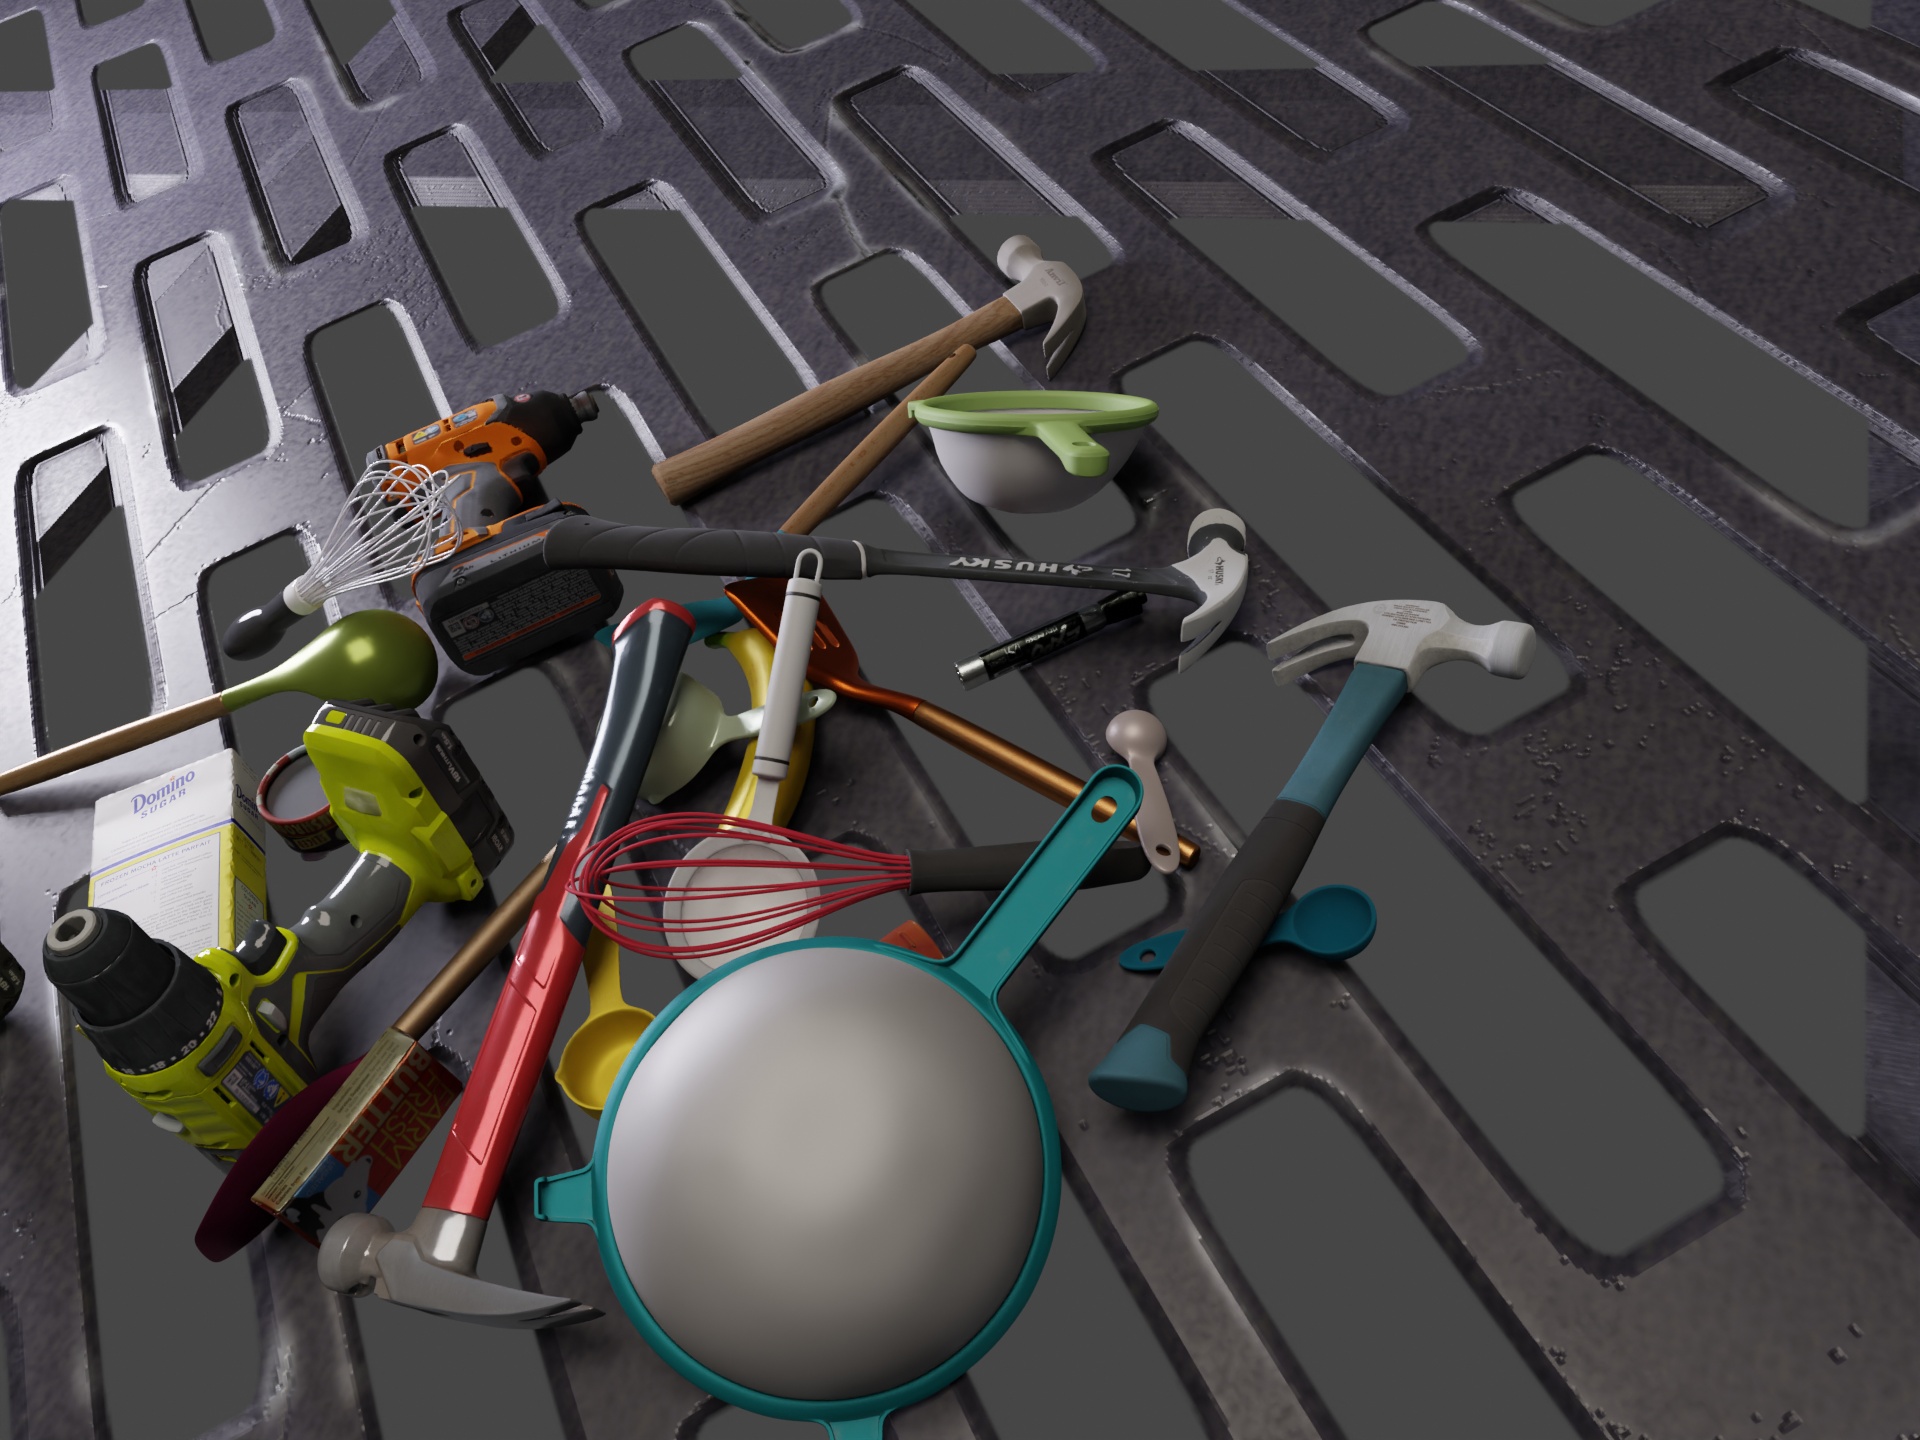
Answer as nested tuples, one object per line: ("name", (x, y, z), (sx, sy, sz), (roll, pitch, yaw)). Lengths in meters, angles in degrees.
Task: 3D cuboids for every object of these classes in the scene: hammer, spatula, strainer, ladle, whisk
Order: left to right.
("ladle", (-0.492, 0.002, 1.037), (0.320, 0.062, 0.078), (-19, 57, 9))
("whisk", (-0.397, -0.091, 1.003), (0.284, 0.070, 0.070), (-22, 40, 39))
("hammer", (-0.192, 0.105, 0.813), (0.143, 0.038, 0.387), (2, 60, 23))
("strainer", (-0.101, 0.034, 0.847), (0.087, 0.050, 0.258), (8, 83, 14))
("spatula", (-0.099, -0.143, 1.025), (0.317, 0.044, 0.082), (-48, 35, -15))
("whisk", (-0.045, 0.077, 0.793), (0.295, 0.073, 0.073), (-2, 48, -13))
("hammer", (-0.061, -0.235, 1.115), (0.331, 0.031, 0.130), (-28, 49, -8))
("hammer", (-0.041, -0.088, 0.917), (0.409, 0.036, 0.149), (4, 31, 8))
("strainer", (-0.019, 0.139, 0.697), (0.211, 0.095, 0.340), (36, 73, 12))
("spatula", (-0.001, -0.003, 0.897), (0.323, 0.041, 0.081), (28, 22, 29))
("strainer", (0.053, -0.149, 0.942), (0.151, 0.069, 0.256), (-2, 19, -6))
("hammer", (0.164, 0.056, 0.791), (0.128, 0.033, 0.331), (15, 54, 36))

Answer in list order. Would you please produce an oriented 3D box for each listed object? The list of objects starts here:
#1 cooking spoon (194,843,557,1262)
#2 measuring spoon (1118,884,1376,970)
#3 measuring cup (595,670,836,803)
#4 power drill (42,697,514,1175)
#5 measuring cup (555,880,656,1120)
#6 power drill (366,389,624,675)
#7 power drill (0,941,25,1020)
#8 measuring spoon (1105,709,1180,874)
("cooking spoon", (-0.280, 0.149, 0.846), (0.017, 0.068, 0.319), (26, 56, 17))
("measuring spoon", (0.142, 0.112, 0.786), (0.128, 0.021, 0.042), (-13, 41, 16))
("measuring cup", (-0.143, -0.004, 0.902), (0.167, 0.038, 0.083), (-13, 51, 35))
("power drill", (-0.343, 0.099, 0.815), (0.080, 0.190, 0.229), (11, 51, 23))
("measuring cup", (-0.183, 0.143, 0.839), (0.062, 0.029, 0.157), (-20, 46, -1))
("power drill", (-0.303, -0.145, 1.075), (0.164, 0.084, 0.227), (-26, 46, -8))
("power drill", (-0.625, 0.186, 0.842), (0.080, 0.171, 0.223), (10, 46, 22))
("measuring spoon", (0.101, 0.033, 0.838), (0.034, 0.018, 0.124), (6, 38, -9))
